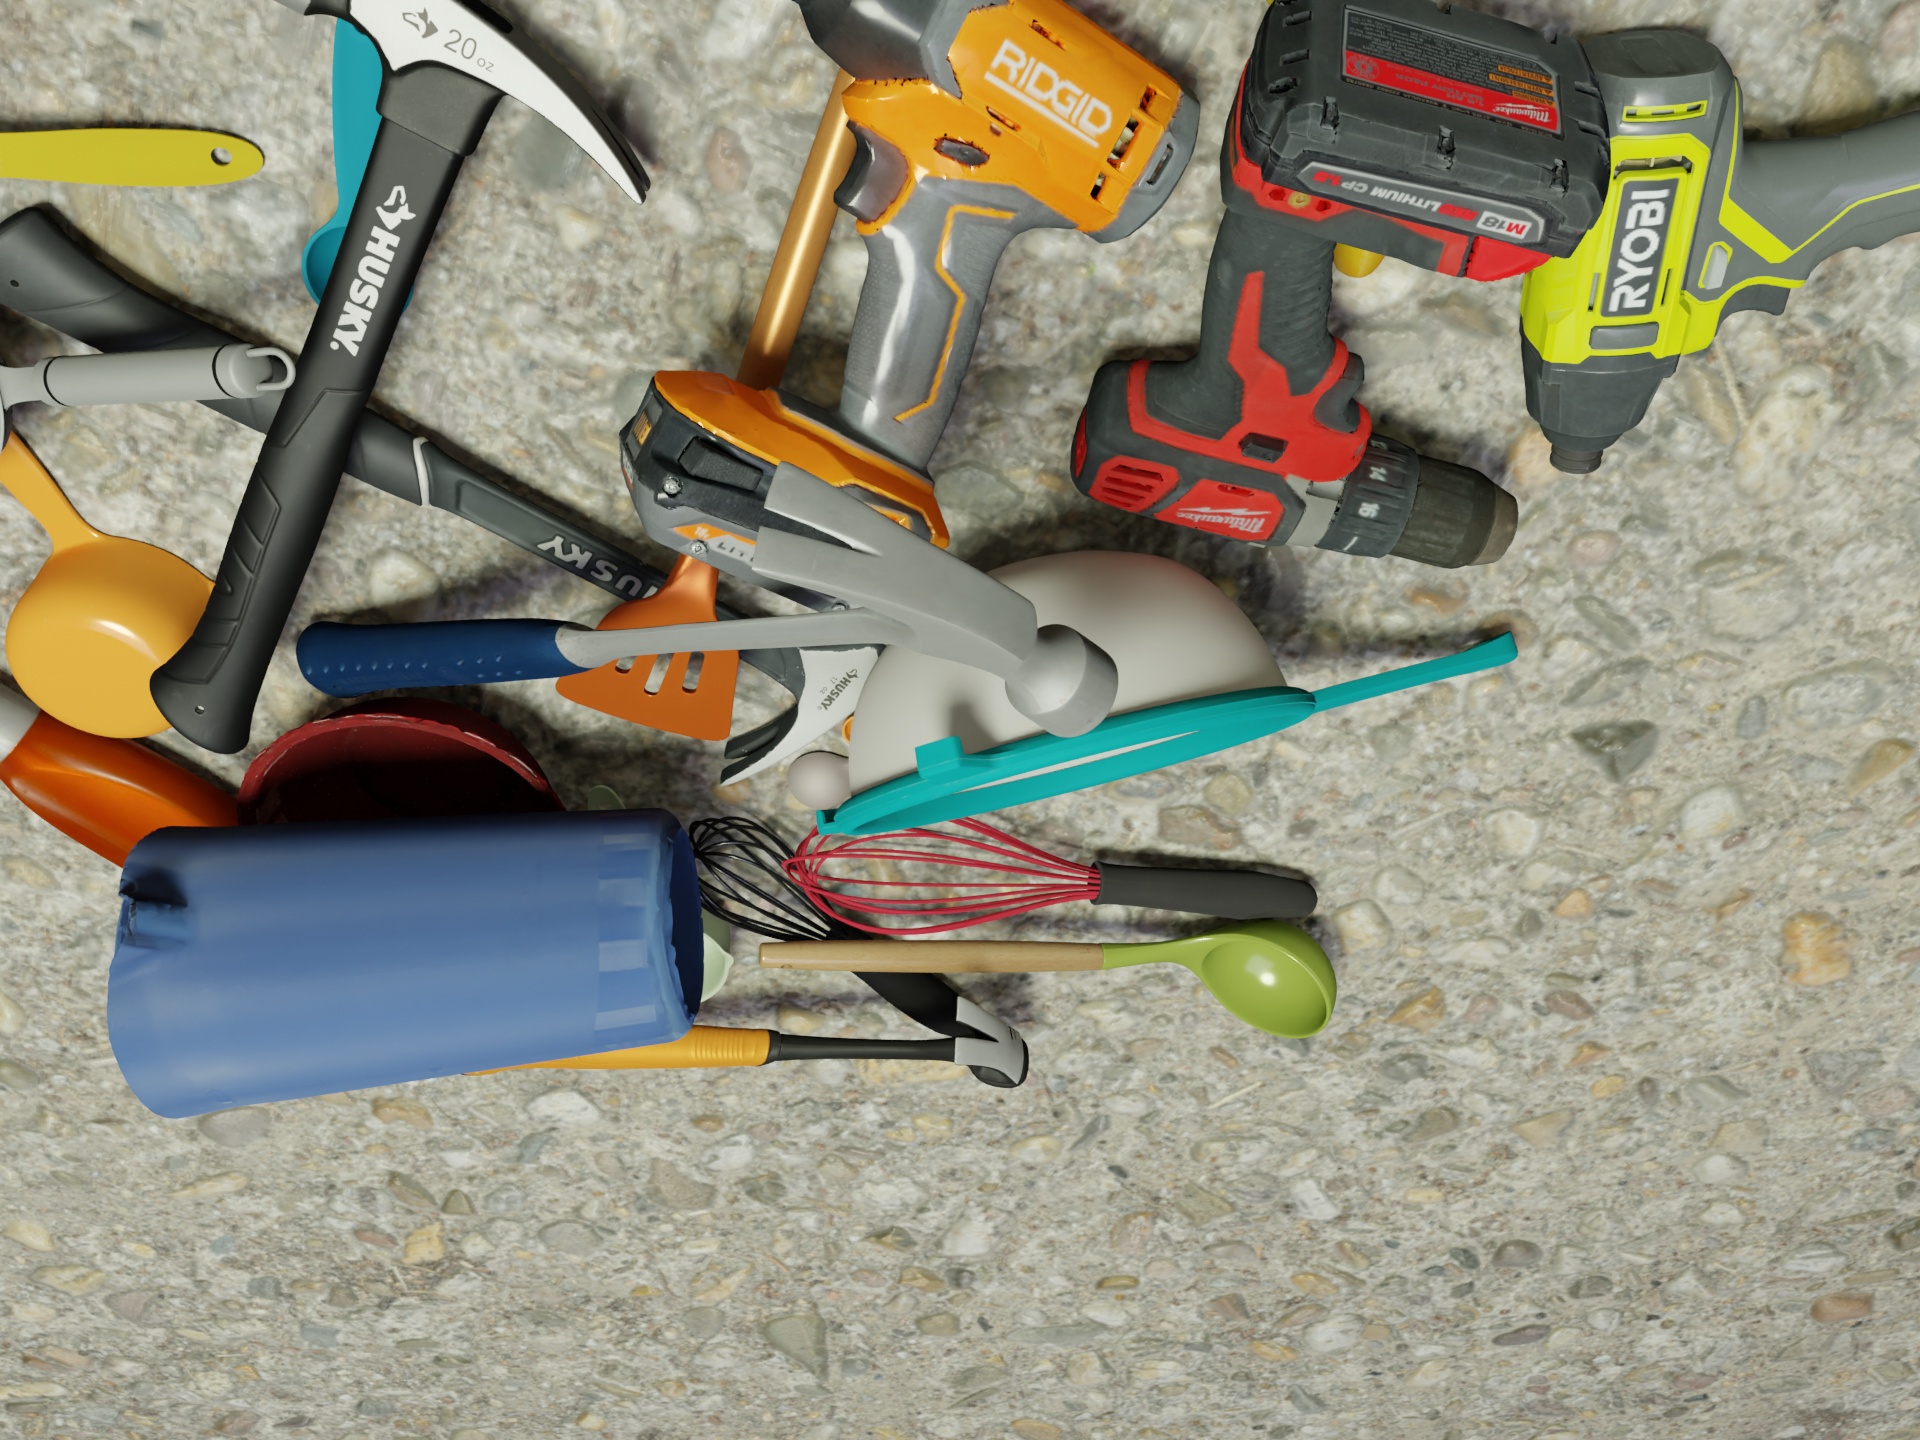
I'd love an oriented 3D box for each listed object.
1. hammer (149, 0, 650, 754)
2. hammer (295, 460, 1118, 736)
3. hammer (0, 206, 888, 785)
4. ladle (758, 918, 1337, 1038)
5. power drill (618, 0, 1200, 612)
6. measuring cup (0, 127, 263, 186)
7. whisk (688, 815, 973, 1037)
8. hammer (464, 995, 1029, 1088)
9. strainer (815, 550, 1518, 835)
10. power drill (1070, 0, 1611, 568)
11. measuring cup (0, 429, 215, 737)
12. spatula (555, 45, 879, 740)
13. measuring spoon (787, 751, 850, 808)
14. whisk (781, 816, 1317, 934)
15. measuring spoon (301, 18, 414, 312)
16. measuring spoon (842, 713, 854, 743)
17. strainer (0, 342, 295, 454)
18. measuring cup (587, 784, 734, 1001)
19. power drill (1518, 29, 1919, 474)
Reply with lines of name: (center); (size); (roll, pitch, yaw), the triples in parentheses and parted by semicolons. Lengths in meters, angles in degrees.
hammer: (-0.244, -0.120, 0.623); (0.146, 0.035, 0.334); (24, 116, -18)
hammer: (-0.144, -0.033, 0.614); (0.406, 0.035, 0.144); (-1, 159, 40)
hammer: (-0.216, -0.095, 0.691); (0.408, 0.036, 0.149); (27, 126, -22)
ladle: (0.052, 0.138, 0.858); (0.320, 0.062, 0.078); (3, 144, -14)
power drill: (-0.036, -0.160, 0.567); (0.164, 0.084, 0.226); (23, 107, -28)
measuring cup: (-0.343, -0.216, 0.594); (0.156, 0.029, 0.062); (-3, 132, -14)
whisk: (-0.068, 0.121, 0.879); (0.055, 0.055, 0.238); (-31, 130, 23)
hammer: (-0.136, 0.183, 0.894); (0.337, 0.034, 0.127); (-3, 160, 14)
strainer: (0.098, -0.033, 0.711); (0.340, 0.095, 0.211); (-13, 173, -19)
power drill: (0.155, -0.142, 0.597); (0.188, 0.080, 0.226); (13, 147, -4)
measuring cup: (-0.398, -0.064, 0.700); (0.095, 0.052, 0.173); (-13, 131, 10)
spatula: (-0.088, -0.124, 0.643); (0.081, 0.041, 0.322); (17, 115, -14)
measuring spoon: (-0.029, 0.024, 0.809); (0.124, 0.018, 0.034); (-13, 130, 9)
whisk: (0.053, 0.084, 0.840); (0.295, 0.073, 0.073); (6, 131, -14)
measuring spoon: (-0.225, -0.213, 0.602); (0.042, 0.021, 0.128); (9, 121, -10)
measuring spoon: (-0.001, -0.003, 0.794); (0.117, 0.011, 0.021); (-7, 125, 0)
strainer: (-0.347, -0.128, 0.607); (0.258, 0.050, 0.086); (3, 107, 25)
measuring cup: (-0.170, 0.087, 0.850); (0.083, 0.038, 0.167); (-5, 129, 3)
power drill: (0.333, -0.175, 0.608); (0.223, 0.080, 0.171); (-3, 131, 6)
